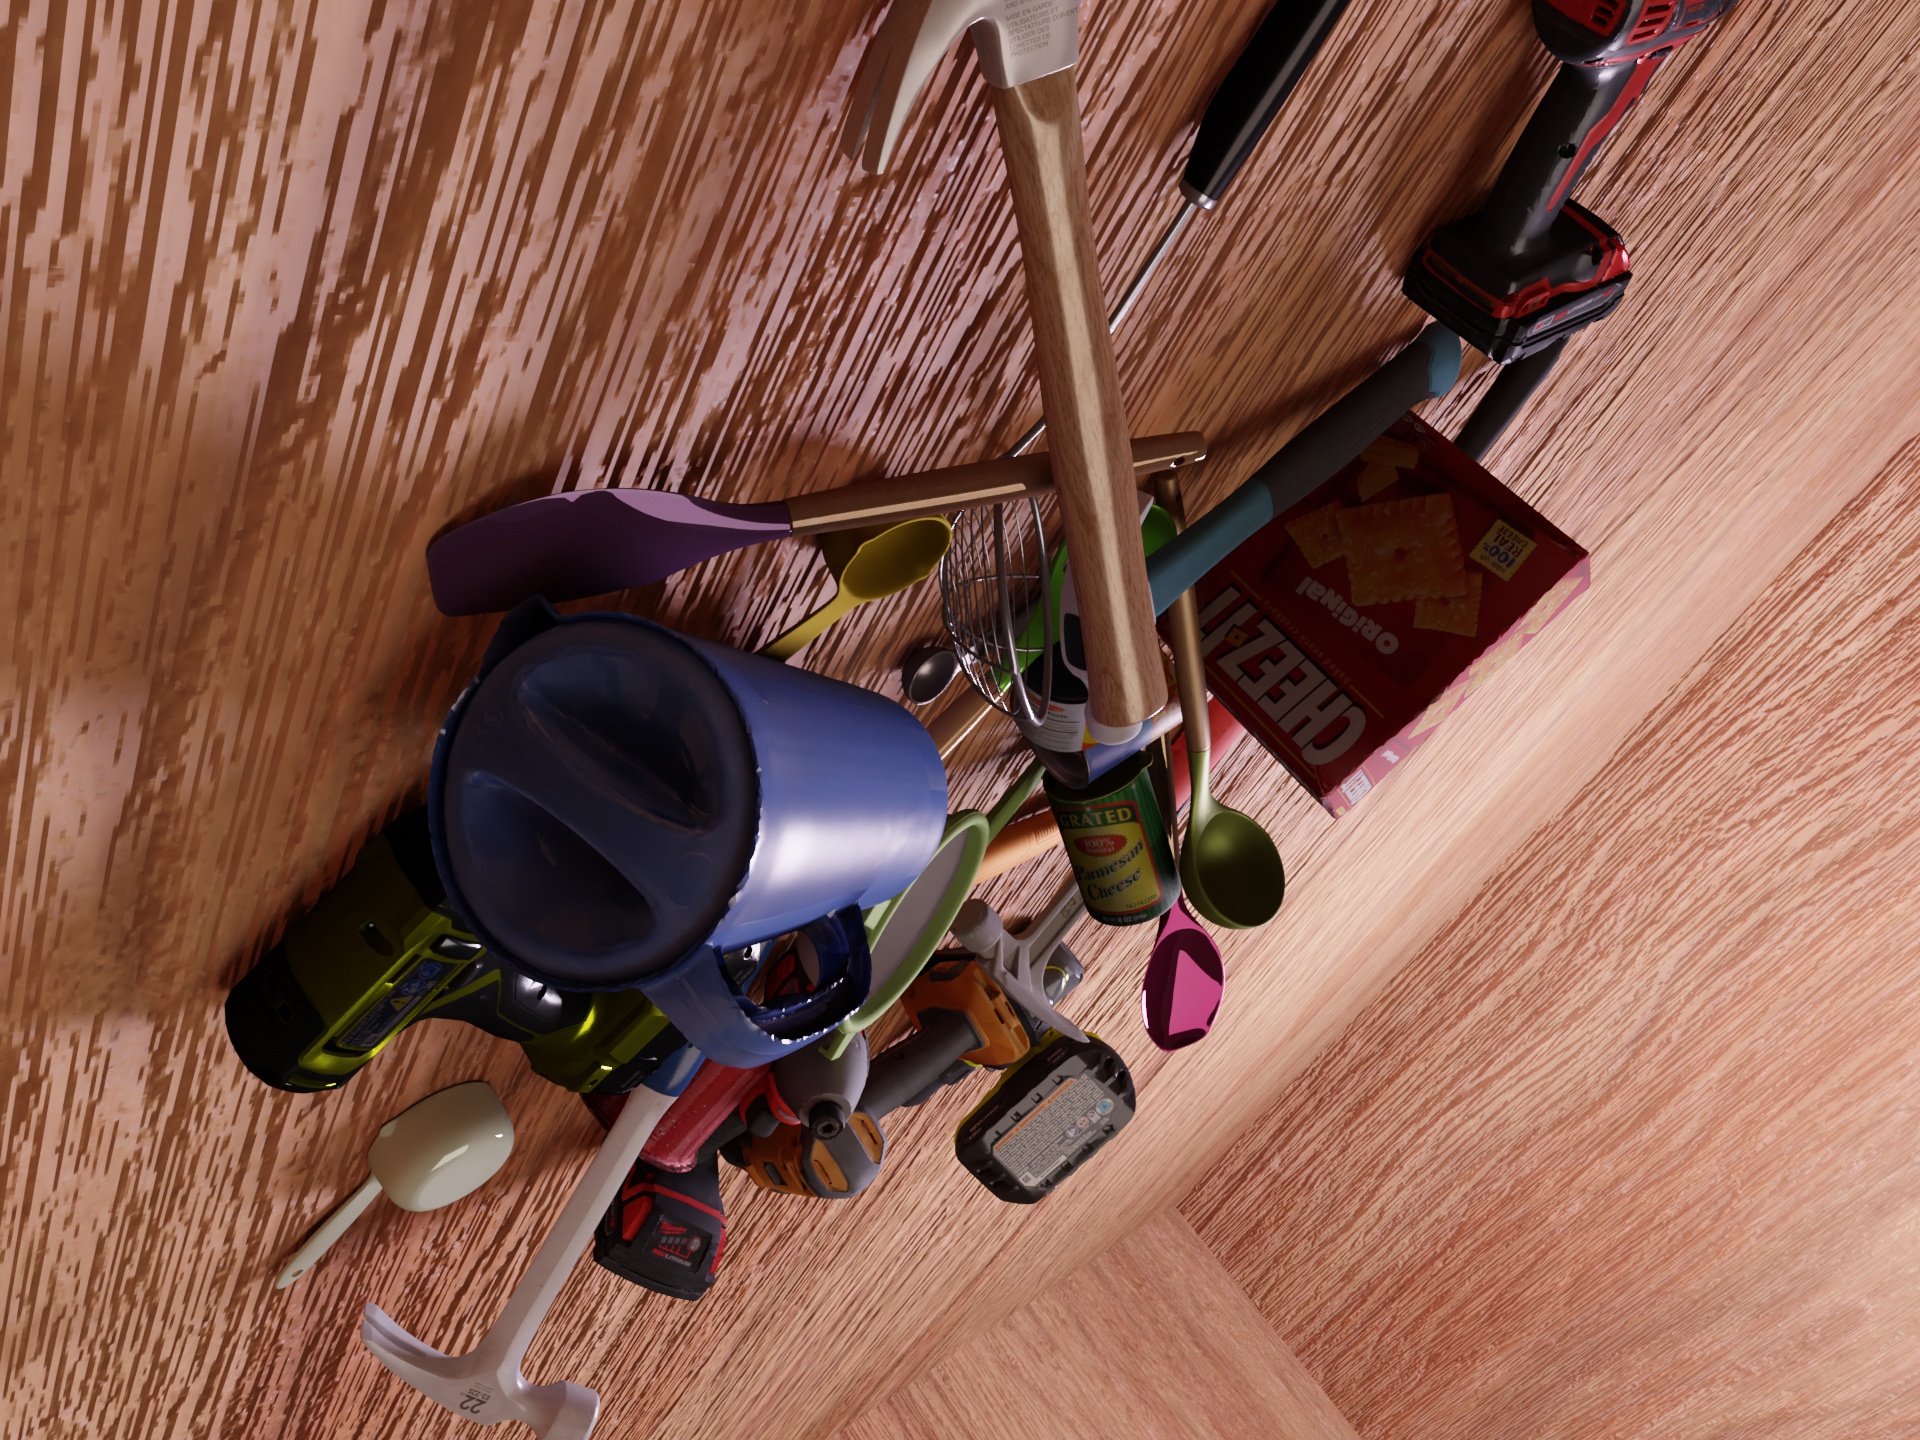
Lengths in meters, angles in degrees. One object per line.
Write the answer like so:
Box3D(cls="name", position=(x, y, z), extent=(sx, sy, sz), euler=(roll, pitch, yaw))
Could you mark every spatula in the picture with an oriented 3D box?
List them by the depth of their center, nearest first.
Box3D(cls="spatula", position=(-0.043, -0.084, 0.617), extent=(0.316, 0.018, 0.059), euler=(-12, 148, -20))

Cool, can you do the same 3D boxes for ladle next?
Box3D(cls="ladle", position=(0.150, -0.004, 0.947), extent=(0.078, 0.062, 0.319), euler=(-46, 136, -38))

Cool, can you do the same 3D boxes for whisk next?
Box3D(cls="whisk", position=(0.315, -0.148, 1.064), extent=(0.296, 0.073, 0.073), euler=(-55, 155, 4))

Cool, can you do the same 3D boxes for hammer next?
Box3D(cls="hammer", position=(0.042, -0.128, 0.599), extent=(0.130, 0.031, 0.331), euler=(-24, 130, -13))
Box3D(cls="hammer", position=(-0.176, 0.207, 0.868), extent=(0.144, 0.035, 0.405), euler=(29, 94, -20))
Box3D(cls="hammer", position=(0.174, -0.128, 0.881), extent=(0.331, 0.033, 0.128), euler=(-39, 132, -26))
Box3D(cls="hammer", position=(0.149, 0.052, 1.106), extent=(0.359, 0.037, 0.149), euler=(-49, 125, -9))
Box3D(cls="hammer", position=(0.060, 0.081, 1.132), extent=(0.337, 0.034, 0.127), euler=(-18, 147, -41))

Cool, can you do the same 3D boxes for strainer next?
Box3D(cls="strainer", position=(-0.023, 0.075, 0.968), extent=(0.256, 0.069, 0.151), euler=(-47, 160, -42))

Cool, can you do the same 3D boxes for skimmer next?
Box3D(cls="skimmer", position=(0.093, -0.160, 0.694), extent=(0.363, 0.090, 0.127), euler=(-56, -175, 26))

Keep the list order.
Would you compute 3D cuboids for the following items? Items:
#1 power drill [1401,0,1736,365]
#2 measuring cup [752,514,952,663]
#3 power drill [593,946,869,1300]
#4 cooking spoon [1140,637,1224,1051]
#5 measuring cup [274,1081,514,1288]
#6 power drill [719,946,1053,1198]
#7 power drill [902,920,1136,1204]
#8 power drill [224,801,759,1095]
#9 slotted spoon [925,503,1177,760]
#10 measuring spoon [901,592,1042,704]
Box3D(cls="power drill", position=(0.338, -0.313, 0.820), extent=(0.188, 0.080, 0.226), euler=(-28, 150, -28))
Box3D(cls="measuring cup", position=(-0.073, -0.054, 0.722), extent=(0.156, 0.029, 0.062), euler=(-36, 159, 18))
Box3D(cls="power drill", position=(-0.139, 0.258, 1.009), extent=(0.078, 0.143, 0.219), euler=(33, 110, -27))
Box3D(cls="cooking spoon", position=(0.141, 0.091, 1.082), extent=(0.068, 0.017, 0.318), euler=(-17, 116, -18))
Box3D(cls="measuring cup", position=(-0.317, 0.271, 0.886), extent=(0.167, 0.038, 0.083), euler=(-45, 156, 4))
Box3D(cls="power drill", position=(-0.063, 0.254, 1.138), extent=(0.226, 0.084, 0.185), euler=(-35, -171, -32))
Box3D(cls="power drill", position=(0.031, 0.270, 1.237), extent=(0.190, 0.080, 0.229), euler=(-42, -160, 1))
Box3D(cls="power drill", position=(-0.195, 0.102, 0.735), extent=(0.171, 0.080, 0.223), euler=(-44, 153, 7))
Box3D(cls="slotted spoon", position=(-0.001, -0.003, 0.848), extent=(0.314, 0.031, 0.070), euler=(-46, 132, -8))
Box3D(cls="measuring spoon", position=(0.012, -0.047, 0.867), extent=(0.124, 0.018, 0.034), euler=(-34, 147, -33))
